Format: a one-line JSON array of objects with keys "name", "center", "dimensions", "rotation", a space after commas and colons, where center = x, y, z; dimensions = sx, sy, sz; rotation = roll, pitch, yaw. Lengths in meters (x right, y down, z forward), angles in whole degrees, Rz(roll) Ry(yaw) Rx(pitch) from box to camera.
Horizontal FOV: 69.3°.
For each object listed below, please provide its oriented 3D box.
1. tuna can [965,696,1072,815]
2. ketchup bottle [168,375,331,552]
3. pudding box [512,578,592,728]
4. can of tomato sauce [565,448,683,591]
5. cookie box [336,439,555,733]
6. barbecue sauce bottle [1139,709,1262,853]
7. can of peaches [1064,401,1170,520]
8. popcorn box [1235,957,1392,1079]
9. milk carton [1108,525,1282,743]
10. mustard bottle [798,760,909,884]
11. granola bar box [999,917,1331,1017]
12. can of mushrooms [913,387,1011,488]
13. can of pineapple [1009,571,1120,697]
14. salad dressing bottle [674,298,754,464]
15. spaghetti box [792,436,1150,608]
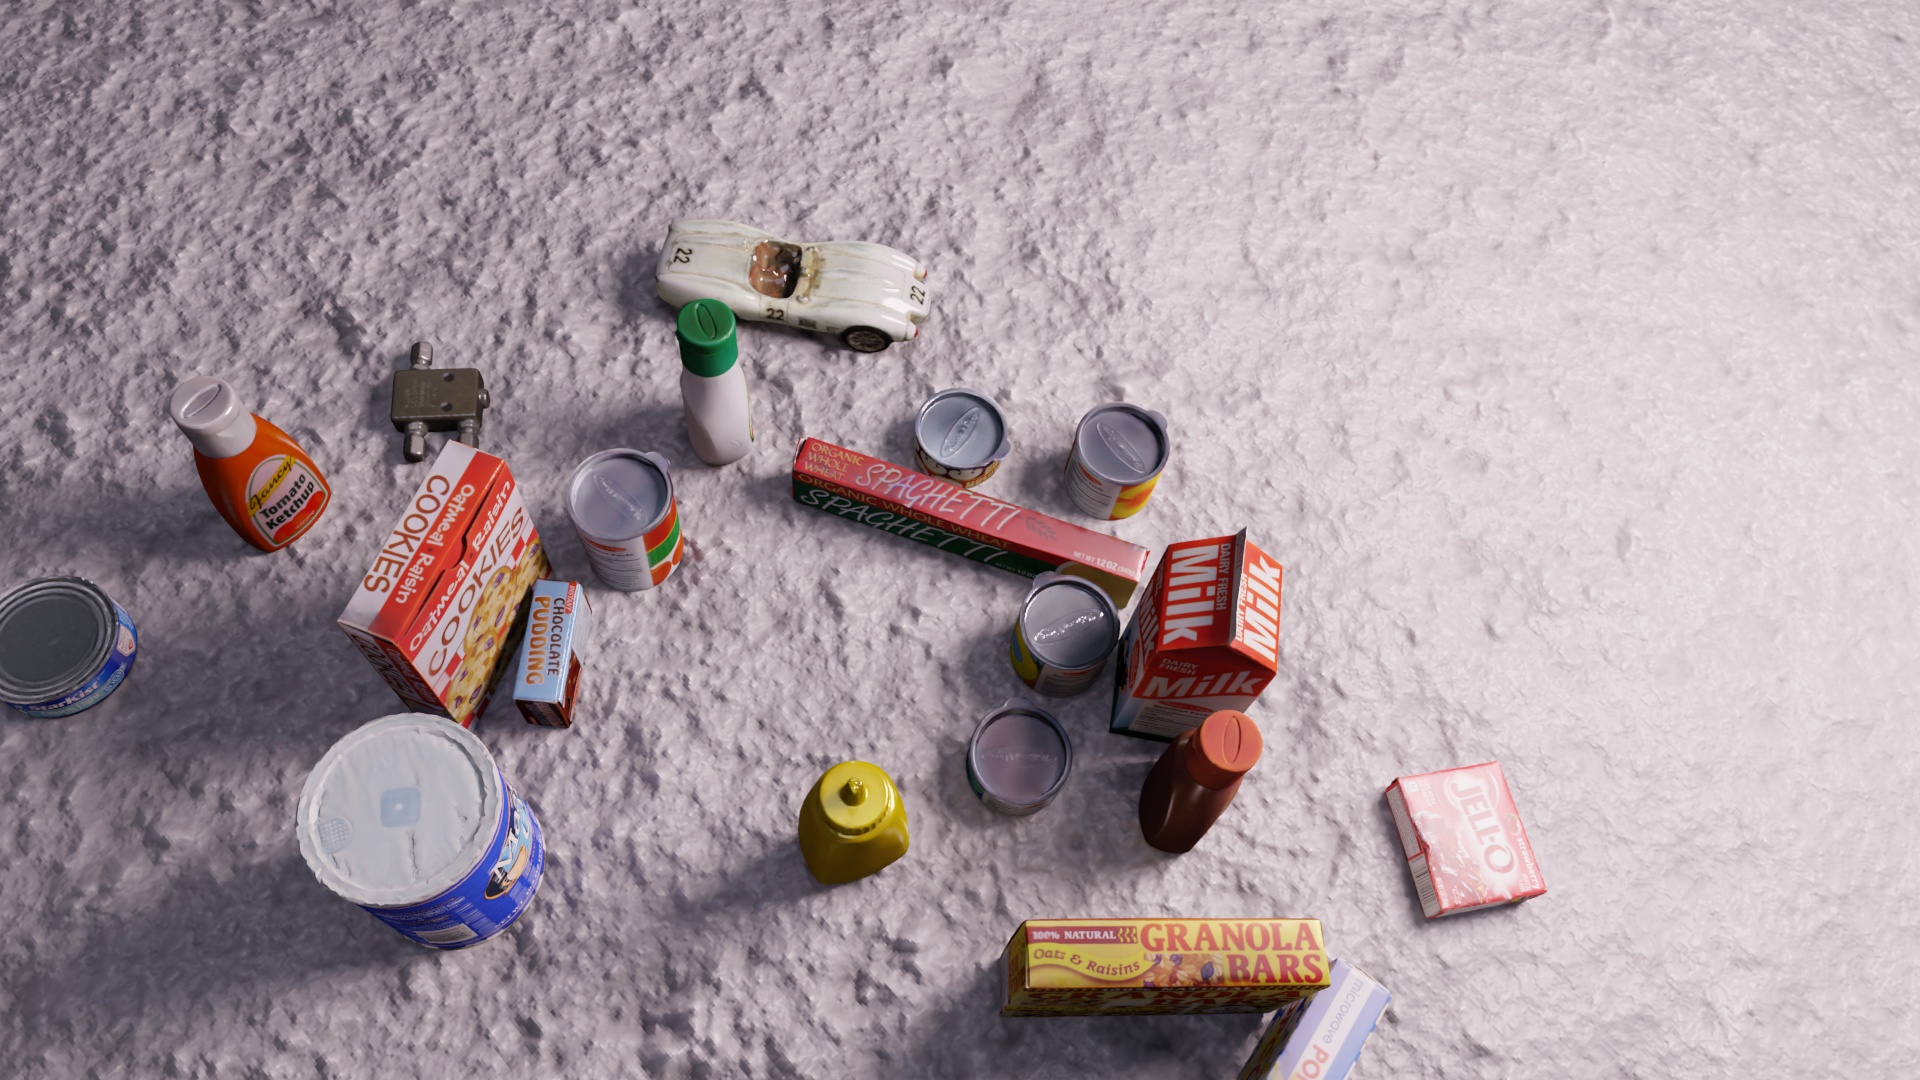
[{"name": "tuna can", "center": [0.037, 0.139, 0.891], "dimensions": [0.071, 0.032, 0.071], "rotation": [2, 64, -5]}, {"name": "ketchup bottle", "center": [-0.447, -0.049, 0.870], "dimensions": [0.043, 0.148, 0.065], "rotation": [32, 66, 10]}, {"name": "pudding box", "center": [-0.259, 0.072, 0.885], "dimensions": [0.030, 0.049, 0.084], "rotation": [5, 64, -3]}, {"name": "can of tomato sauce", "center": [-0.217, -0.014, 0.912], "dimensions": [0.071, 0.082, 0.071], "rotation": [2, 64, -5]}, {"name": "cookie box", "center": [-0.300, 0.034, 0.834], "dimensions": [0.040, 0.166, 0.123], "rotation": [19, 64, 4]}, {"name": "barbecue sauce bottle", "center": [0.143, 0.142, 0.836], "dimensions": [0.044, 0.148, 0.065], "rotation": [12, 64, 0]}, {"name": "can of peaches", "center": [0.111, -0.056, 0.980], "dimensions": [0.071, 0.057, 0.071], "rotation": [2, 64, -5]}, {"name": "popcorn box", "center": [0.190, 0.306, 0.796], "dimensions": [0.038, 0.085, 0.127], "rotation": [35, 66, 11]}, {"name": "milk carton", "center": [0.147, 0.062, 0.852], "dimensions": [0.073, 0.189, 0.072], "rotation": [11, 64, -1]}, {"name": "mustard bottle", "center": [-0.061, 0.159, 0.801], "dimensions": [0.065, 0.159, 0.049], "rotation": [-18, 68, -14]}, {"name": "granola bar box", "center": [0.110, 0.245, 0.796], "dimensions": [0.166, 0.123, 0.039], "rotation": [1, 64, -5]}, {"name": "can of mushrooms", "center": [0.002, -0.071, 0.990], "dimensions": [0.071, 0.033, 0.071], "rotation": [2, 64, -5]}, {"name": "can of pineapple", "center": [0.068, 0.063, 0.918], "dimensions": [0.071, 0.057, 0.071], "rotation": [2, 64, -5]}, {"name": "salad dressing bottle", "center": [-0.164, -0.104, 0.926], "dimensions": [0.044, 0.147, 0.064], "rotation": [-19, 68, -14]}, {"name": "spaghetti box", "center": [0.003, -0.012, 0.952], "dimensions": [0.250, 0.050, 0.029], "rotation": [18, 64, 3]}]
